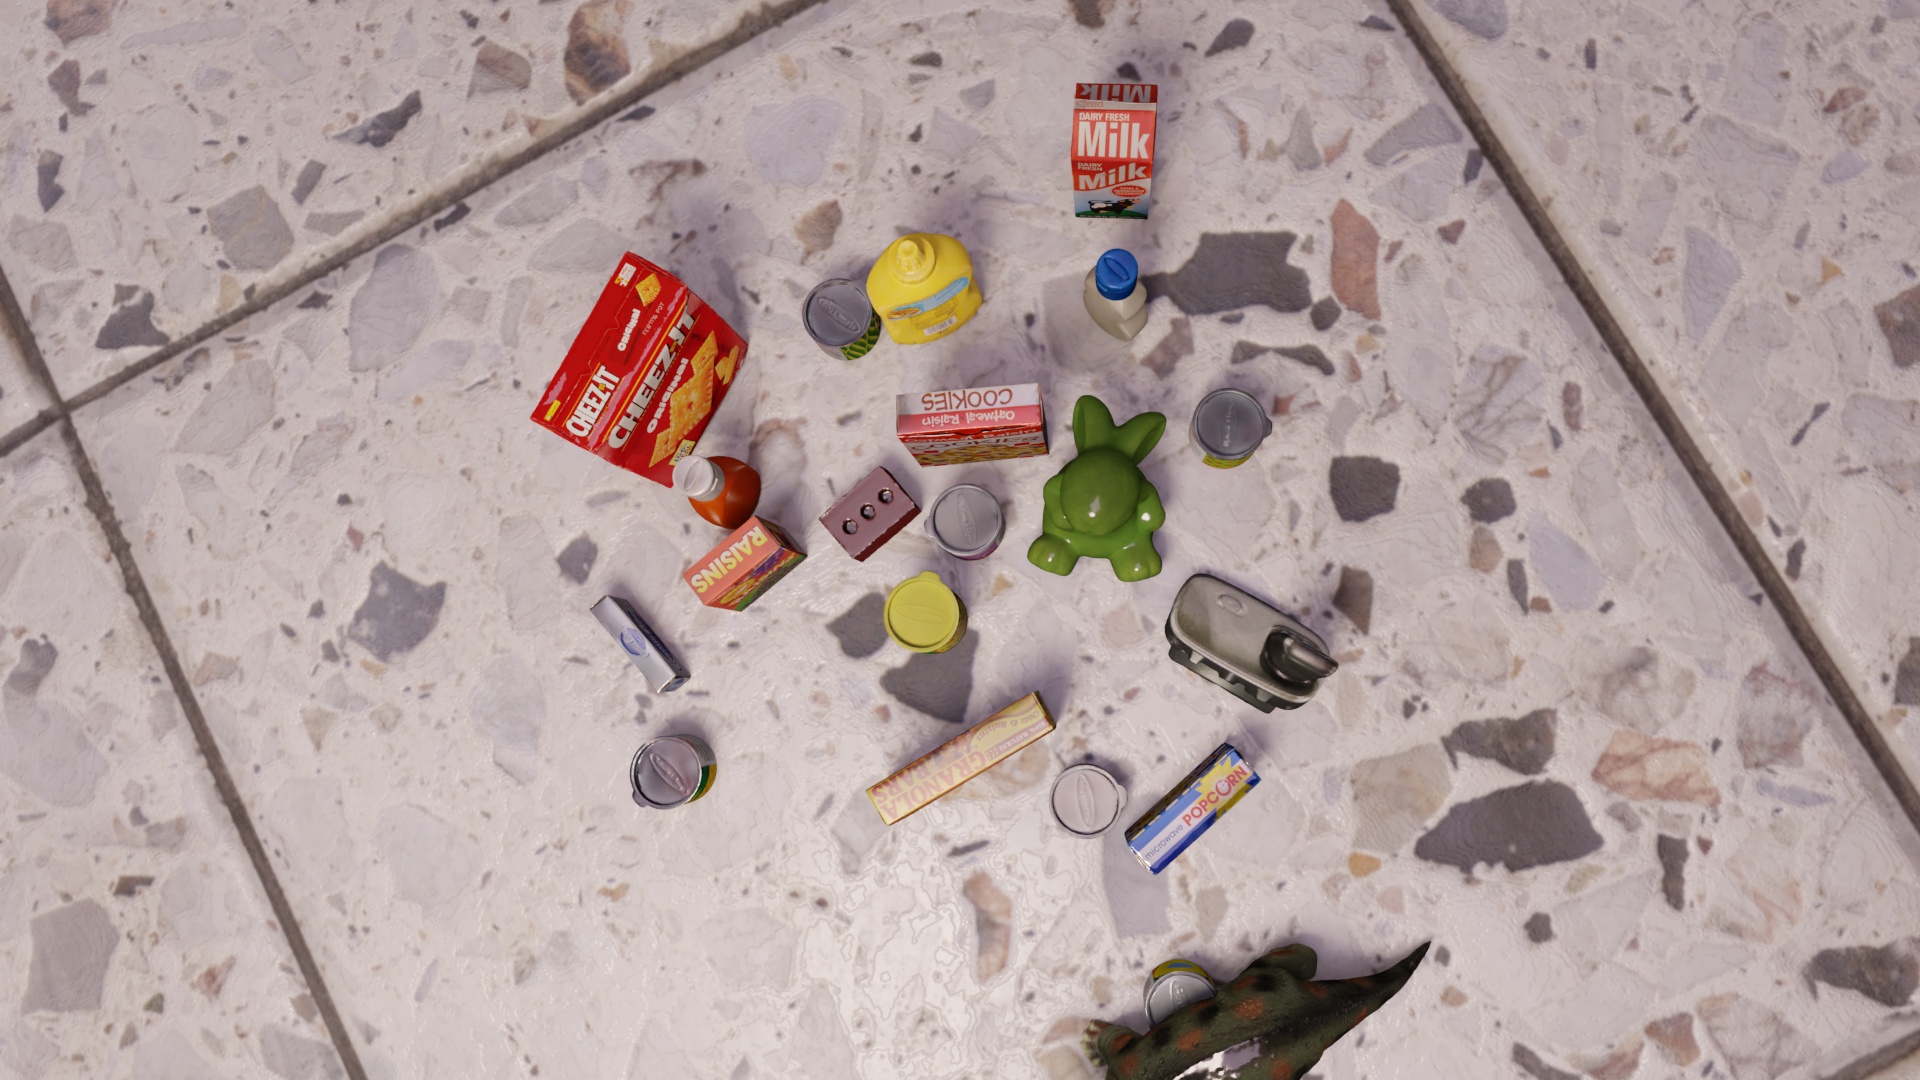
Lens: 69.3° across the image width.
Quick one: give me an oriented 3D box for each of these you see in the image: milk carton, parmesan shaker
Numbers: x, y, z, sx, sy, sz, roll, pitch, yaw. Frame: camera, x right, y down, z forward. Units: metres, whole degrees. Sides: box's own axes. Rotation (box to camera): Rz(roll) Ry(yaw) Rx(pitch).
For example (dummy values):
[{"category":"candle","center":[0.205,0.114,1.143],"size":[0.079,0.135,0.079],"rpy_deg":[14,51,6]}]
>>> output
[{"category":"milk carton","center":[0.137,-0.353,1.241],"size":[0.072,0.190,0.073],"rpy_deg":[4,85,6]},{"category":"parmesan shaker","center":[-0.029,0.066,1.252],"size":[0.071,0.103,0.071],"rpy_deg":[-1,84,5]}]

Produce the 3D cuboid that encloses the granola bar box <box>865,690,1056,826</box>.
[{"category":"granola bar box","center":[0.005,0.190,1.225],"size":[0.165,0.124,0.039],"rpy_deg":[-31,82,1]}]

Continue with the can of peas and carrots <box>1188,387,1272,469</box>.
[{"category":"can of peas and carrots","center":[0.245,-0.101,1.269],"size":[0.071,0.058,0.071],"rpy_deg":[-1,84,5]}]

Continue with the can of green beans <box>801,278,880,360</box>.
[{"category":"can of green beans","center":[-0.112,-0.208,1.314],"size":[0.071,0.058,0.071],"rpy_deg":[-1,84,5]}]

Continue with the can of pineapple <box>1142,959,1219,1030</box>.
[{"category":"can of pineapple","center":[0.195,0.406,1.217],"size":[0.071,0.058,0.071],"rpy_deg":[-1,84,5]}]

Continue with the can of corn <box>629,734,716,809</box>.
[{"category":"can of corn","center":[-0.265,0.214,1.280],"size":[0.071,0.058,0.071],"rpy_deg":[-1,84,5]}]

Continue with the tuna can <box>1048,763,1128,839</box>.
[{"category":"tuna can","center":[0.116,0.235,1.256],"size":[0.071,0.033,0.071],"rpy_deg":[-1,84,5]}]

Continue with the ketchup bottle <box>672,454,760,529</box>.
[{"category":"ketchup bottle","center":[-0.221,-0.048,1.260],"size":[0.043,0.148,0.065],"rpy_deg":[21,86,7]}]

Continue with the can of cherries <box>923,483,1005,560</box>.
[{"category":"can of cherries","center":[0.005,-0.016,1.281],"size":[0.071,0.058,0.071],"rpy_deg":[-1,84,5]}]

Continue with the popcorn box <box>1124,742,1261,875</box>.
[{"category":"popcorn box","center":[0.202,0.235,1.222],"size":[0.127,0.085,0.038],"rpy_deg":[-42,82,0]}]

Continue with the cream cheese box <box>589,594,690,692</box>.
[{"category":"cream cheese box","center":[-0.298,0.097,1.298],"size":[0.024,0.053,0.104],"rpy_deg":[-42,82,0]}]

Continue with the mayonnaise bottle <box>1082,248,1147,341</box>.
[{"category":"mayonnaise bottle","center":[0.140,-0.223,1.247],"size":[0.065,0.148,0.041],"rpy_deg":[44,90,8]}]

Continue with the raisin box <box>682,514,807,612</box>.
[{"category":"raisin box","center":[-0.194,0.023,1.262],"size":[0.086,0.123,0.040],"rpy_deg":[-39,82,0]}]

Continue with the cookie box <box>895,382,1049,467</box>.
[{"category":"cookie box","center":[0.014,-0.100,1.235],"size":[0.123,0.167,0.040],"rpy_deg":[-5,84,5]}]
